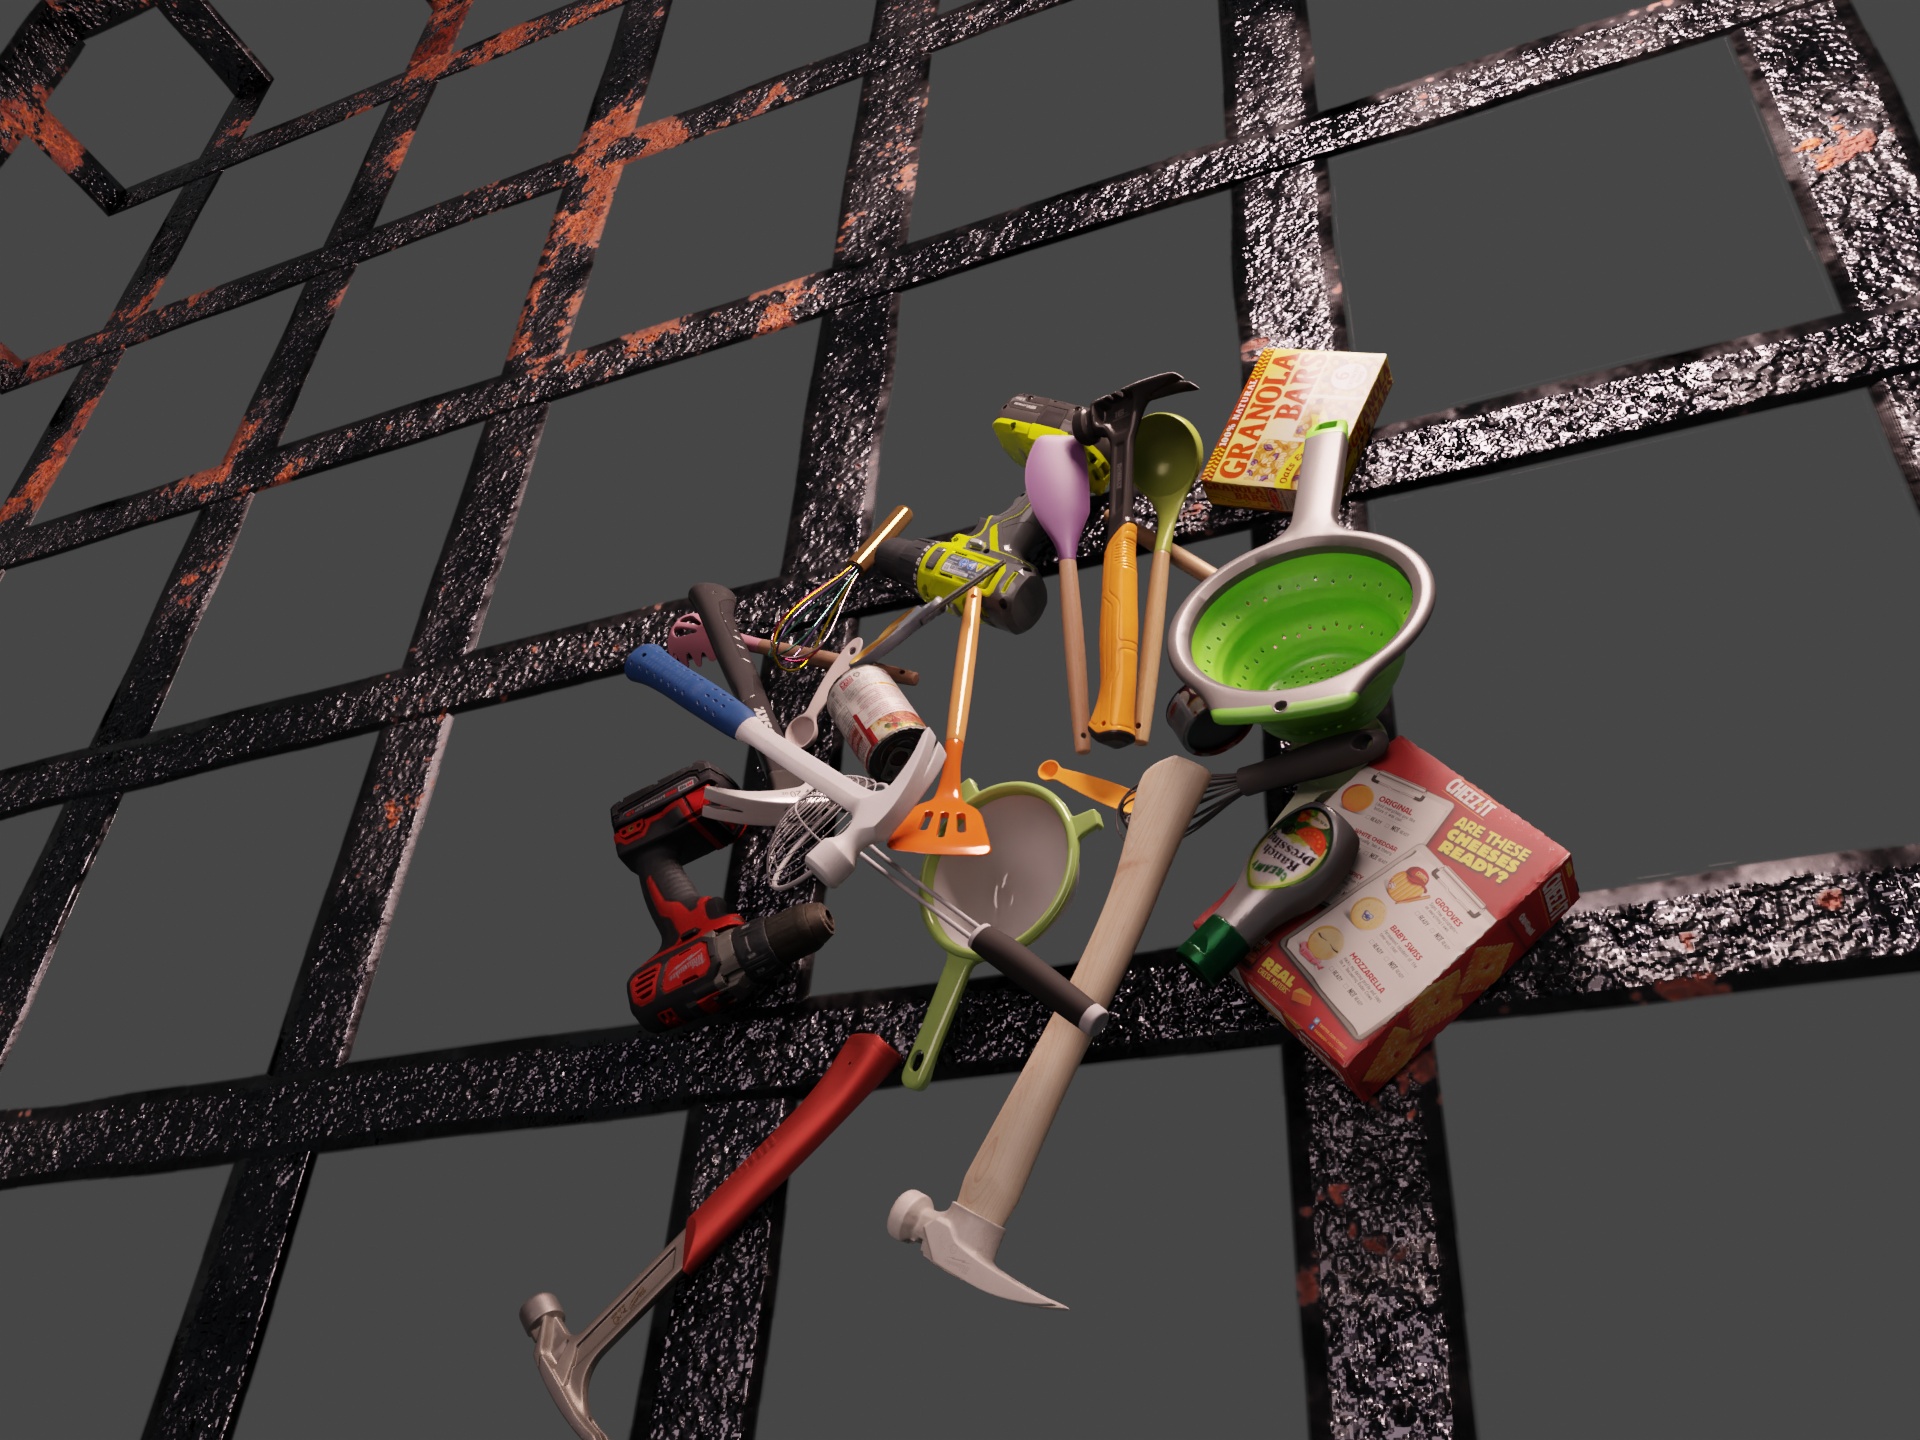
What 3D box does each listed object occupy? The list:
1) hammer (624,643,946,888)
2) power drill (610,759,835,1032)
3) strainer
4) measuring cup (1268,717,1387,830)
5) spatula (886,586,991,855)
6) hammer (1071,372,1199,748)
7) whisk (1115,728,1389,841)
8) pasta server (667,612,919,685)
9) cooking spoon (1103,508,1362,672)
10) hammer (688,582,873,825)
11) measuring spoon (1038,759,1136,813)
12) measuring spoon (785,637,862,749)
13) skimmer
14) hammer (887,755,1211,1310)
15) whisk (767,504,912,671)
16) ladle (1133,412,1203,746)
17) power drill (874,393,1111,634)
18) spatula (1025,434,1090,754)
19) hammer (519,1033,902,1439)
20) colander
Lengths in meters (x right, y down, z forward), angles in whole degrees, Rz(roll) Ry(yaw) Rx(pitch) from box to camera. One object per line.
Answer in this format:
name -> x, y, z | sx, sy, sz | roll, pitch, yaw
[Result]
hammer -> -0.170, 0.007, 1.350 | 0.144, 0.035, 0.406 | -44, 41, -16
power drill -> -0.214, 0.147, 1.402 | 0.188, 0.080, 0.227 | -26, 50, 9
strainer -> 0.025, 0.177, 1.262 | 0.152, 0.069, 0.256 | 12, 74, 43
measuring cup -> 0.272, 0.066, 1.226 | 0.083, 0.038, 0.167 | 25, 72, 39
spatula -> -0.002, -0.004, 1.330 | 0.081, 0.041, 0.323 | 3, 48, 4
hammer -> 0.145, -0.139, 1.380 | 0.127, 0.034, 0.337 | -16, 62, 44
whisk -> 0.219, 0.050, 1.220 | 0.239, 0.055, 0.055 | -21, 46, 36
pasta server -> -0.172, -0.064, 1.575 | 0.316, 0.040, 0.060 | 12, 63, 30
cooking spoon -> 0.232, -0.120, 1.402 | 0.069, 0.017, 0.319 | -45, 48, -6
hammer -> -0.202, -0.023, 1.487 | 0.146, 0.035, 0.335 | -6, 42, -23
measuring spoon -> 0.114, 0.059, 1.336 | 0.117, 0.011, 0.021 | 21, 68, 34
measuring spoon -> -0.124, -0.024, 1.511 | 0.034, 0.018, 0.124 | 24, 79, 38
skimmer -> -0.020, 0.151, 1.241 | 0.364, 0.090, 0.127 | 32, 68, 35
hammer -> 0.095, 0.217, 1.164 | 0.146, 0.038, 0.411 | 18, 75, 35
whisk -> -0.115, -0.132, 1.559 | 0.051, 0.047, 0.245 | -28, 20, 51
ladle -> 0.168, -0.129, 1.399 | 0.078, 0.062, 0.320 | -12, 58, 39
power drill -> 0.036, -0.200, 1.530 | 0.191, 0.080, 0.228 | 22, 71, 37
spatula -> 0.095, -0.118, 1.419 | 0.059, 0.018, 0.316 | -1, 68, -7
hammer -> -0.178, 0.385, 1.226 | 0.359, 0.036, 0.149 | -44, 48, -8
colander -> 0.290, -0.105, 1.285 | 0.204, 0.094, 0.397 | -7, 39, 25
